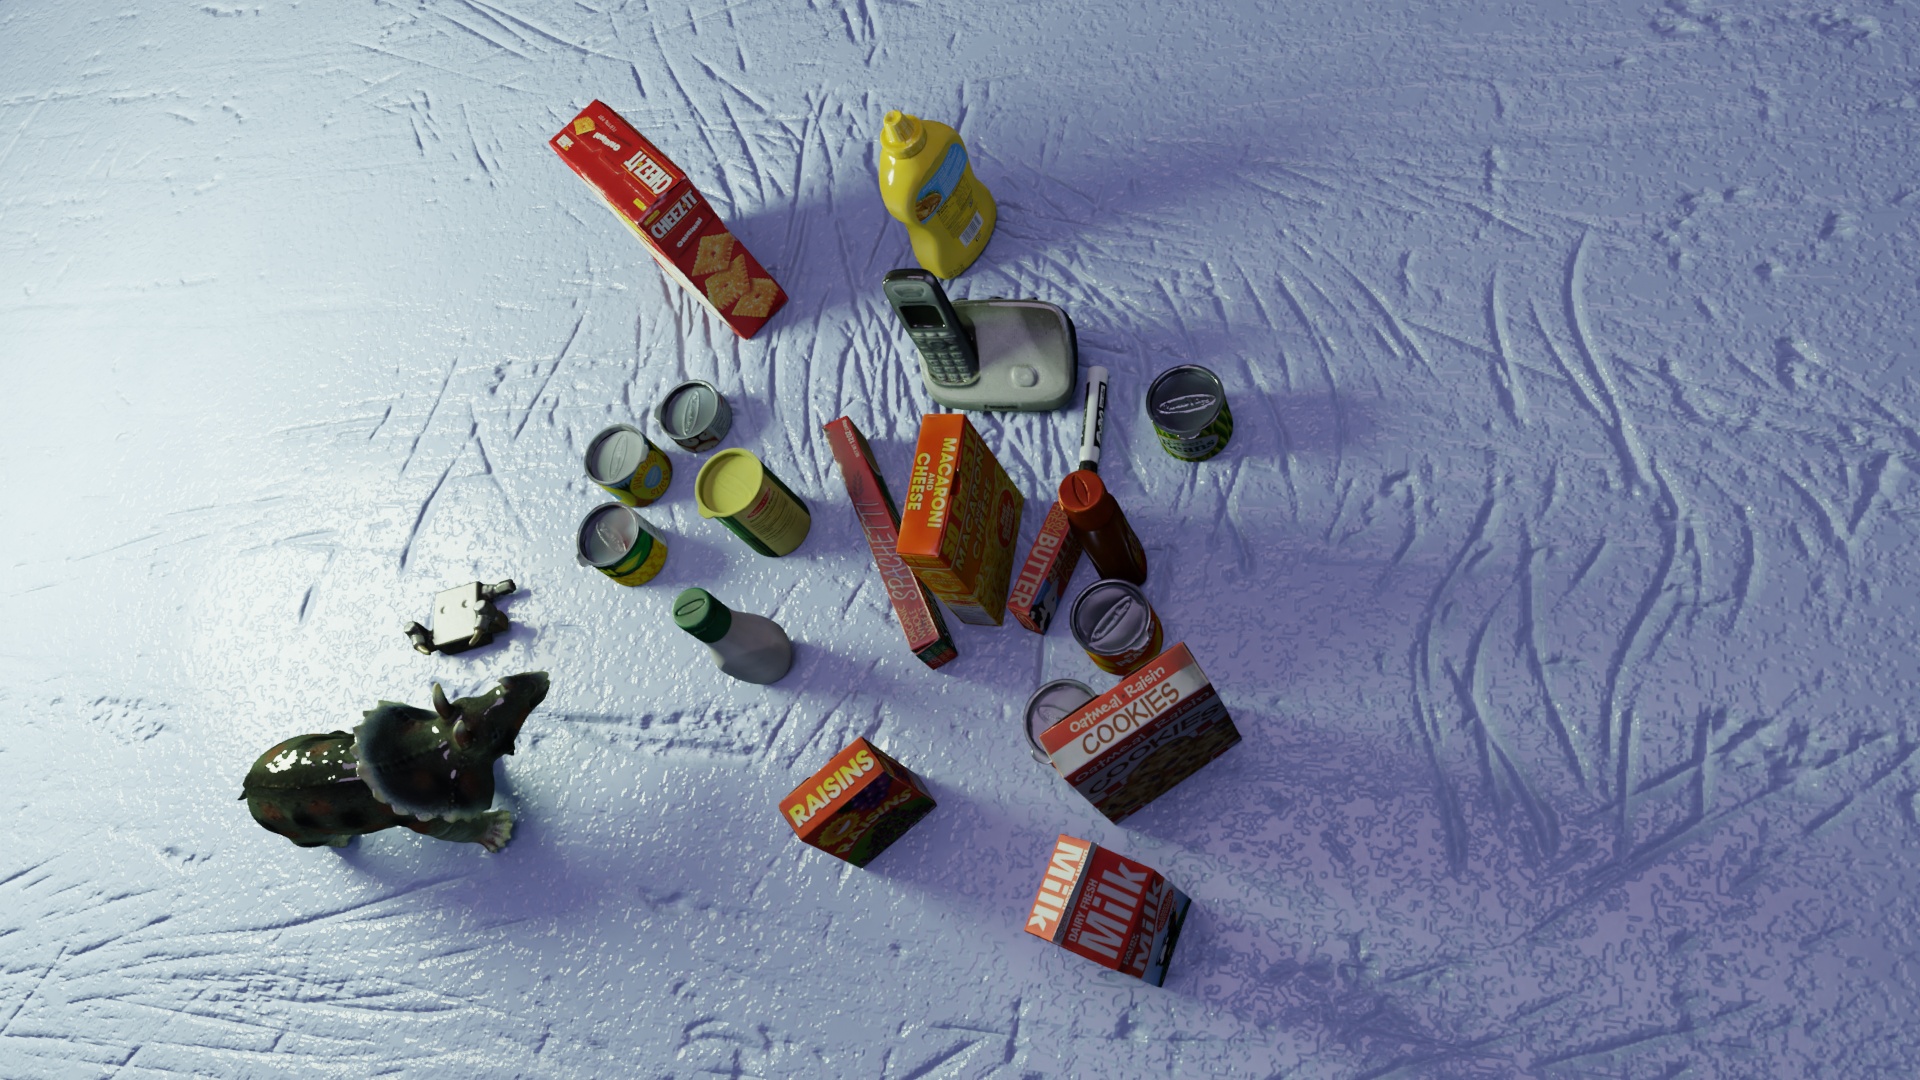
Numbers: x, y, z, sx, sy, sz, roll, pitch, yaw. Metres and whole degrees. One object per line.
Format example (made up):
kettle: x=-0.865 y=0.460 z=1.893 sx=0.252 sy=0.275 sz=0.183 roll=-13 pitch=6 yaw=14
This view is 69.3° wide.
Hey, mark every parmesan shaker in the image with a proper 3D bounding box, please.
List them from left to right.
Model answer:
parmesan shaker: x=-0.189 y=-0.030 z=1.260 sx=0.071 sy=0.103 sz=0.071 roll=-7 pitch=66 yaw=17

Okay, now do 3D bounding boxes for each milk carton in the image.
milk carton: x=0.102 y=0.261 z=0.979 sx=0.073 sy=0.190 sz=0.072 roll=16 pitch=74 yaw=25

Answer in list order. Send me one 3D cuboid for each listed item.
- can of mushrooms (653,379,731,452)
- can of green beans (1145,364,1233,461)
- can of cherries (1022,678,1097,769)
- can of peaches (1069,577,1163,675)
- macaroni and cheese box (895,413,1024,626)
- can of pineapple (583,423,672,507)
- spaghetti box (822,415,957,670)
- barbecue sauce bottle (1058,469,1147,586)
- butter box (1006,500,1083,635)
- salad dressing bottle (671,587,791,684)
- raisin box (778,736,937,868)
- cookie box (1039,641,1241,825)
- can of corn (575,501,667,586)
can of mushrooms: x=-0.263 y=-0.122 z=1.366 sx=0.071 sy=0.033 sz=0.071 roll=-7 pitch=65 yaw=16
can of green beans: x=0.196 y=-0.108 z=1.184 sx=0.071 sy=0.057 sz=0.071 roll=-7 pitch=65 yaw=17
can of cherries: x=0.087 y=0.152 z=1.108 sx=0.071 sy=0.058 sz=0.072 roll=-7 pitch=65 yaw=17
can of peaches: x=0.129 y=0.072 z=1.128 sx=0.071 sy=0.058 sz=0.071 roll=-7 pitch=65 yaw=17
macaroni and cheese box: x=0.004 y=-0.014 z=1.149 sx=0.040 sy=0.166 sz=0.124 roll=2 pitch=69 yaw=21
can of pineapple: x=-0.321 y=-0.072 z=1.351 sx=0.071 sy=0.057 sz=0.071 roll=-7 pitch=65 yaw=17
spaghetti box: x=-0.064 y=-0.001 z=1.234 sx=0.028 sy=0.050 sz=0.251 roll=-28 pitch=61 yaw=7
barbecue sauce bottle: x=0.113 y=-0.010 z=1.118 sx=0.043 sy=0.148 sz=0.065 roll=-22 pitch=62 yaw=9
butter box: x=0.075 y=0.023 z=1.172 sx=0.024 sy=0.053 sz=0.104 roll=19 pitch=75 yaw=25
salad dressing bottle: x=-0.195 y=0.082 z=1.187 sx=0.064 sy=0.147 sz=0.044 roll=-24 pitch=62 yaw=9
raisin box: x=-0.080 y=0.209 z=1.104 sx=0.086 sy=0.123 sz=0.040 roll=-39 pitch=61 yaw=0
cookie box: x=0.137 y=0.146 z=1.031 sx=0.123 sy=0.167 sz=0.040 roll=-34 pitch=61 yaw=3
can of corn: x=-0.322 y=0.006 z=1.316 sx=0.071 sy=0.058 sz=0.071 roll=-7 pitch=65 yaw=17
